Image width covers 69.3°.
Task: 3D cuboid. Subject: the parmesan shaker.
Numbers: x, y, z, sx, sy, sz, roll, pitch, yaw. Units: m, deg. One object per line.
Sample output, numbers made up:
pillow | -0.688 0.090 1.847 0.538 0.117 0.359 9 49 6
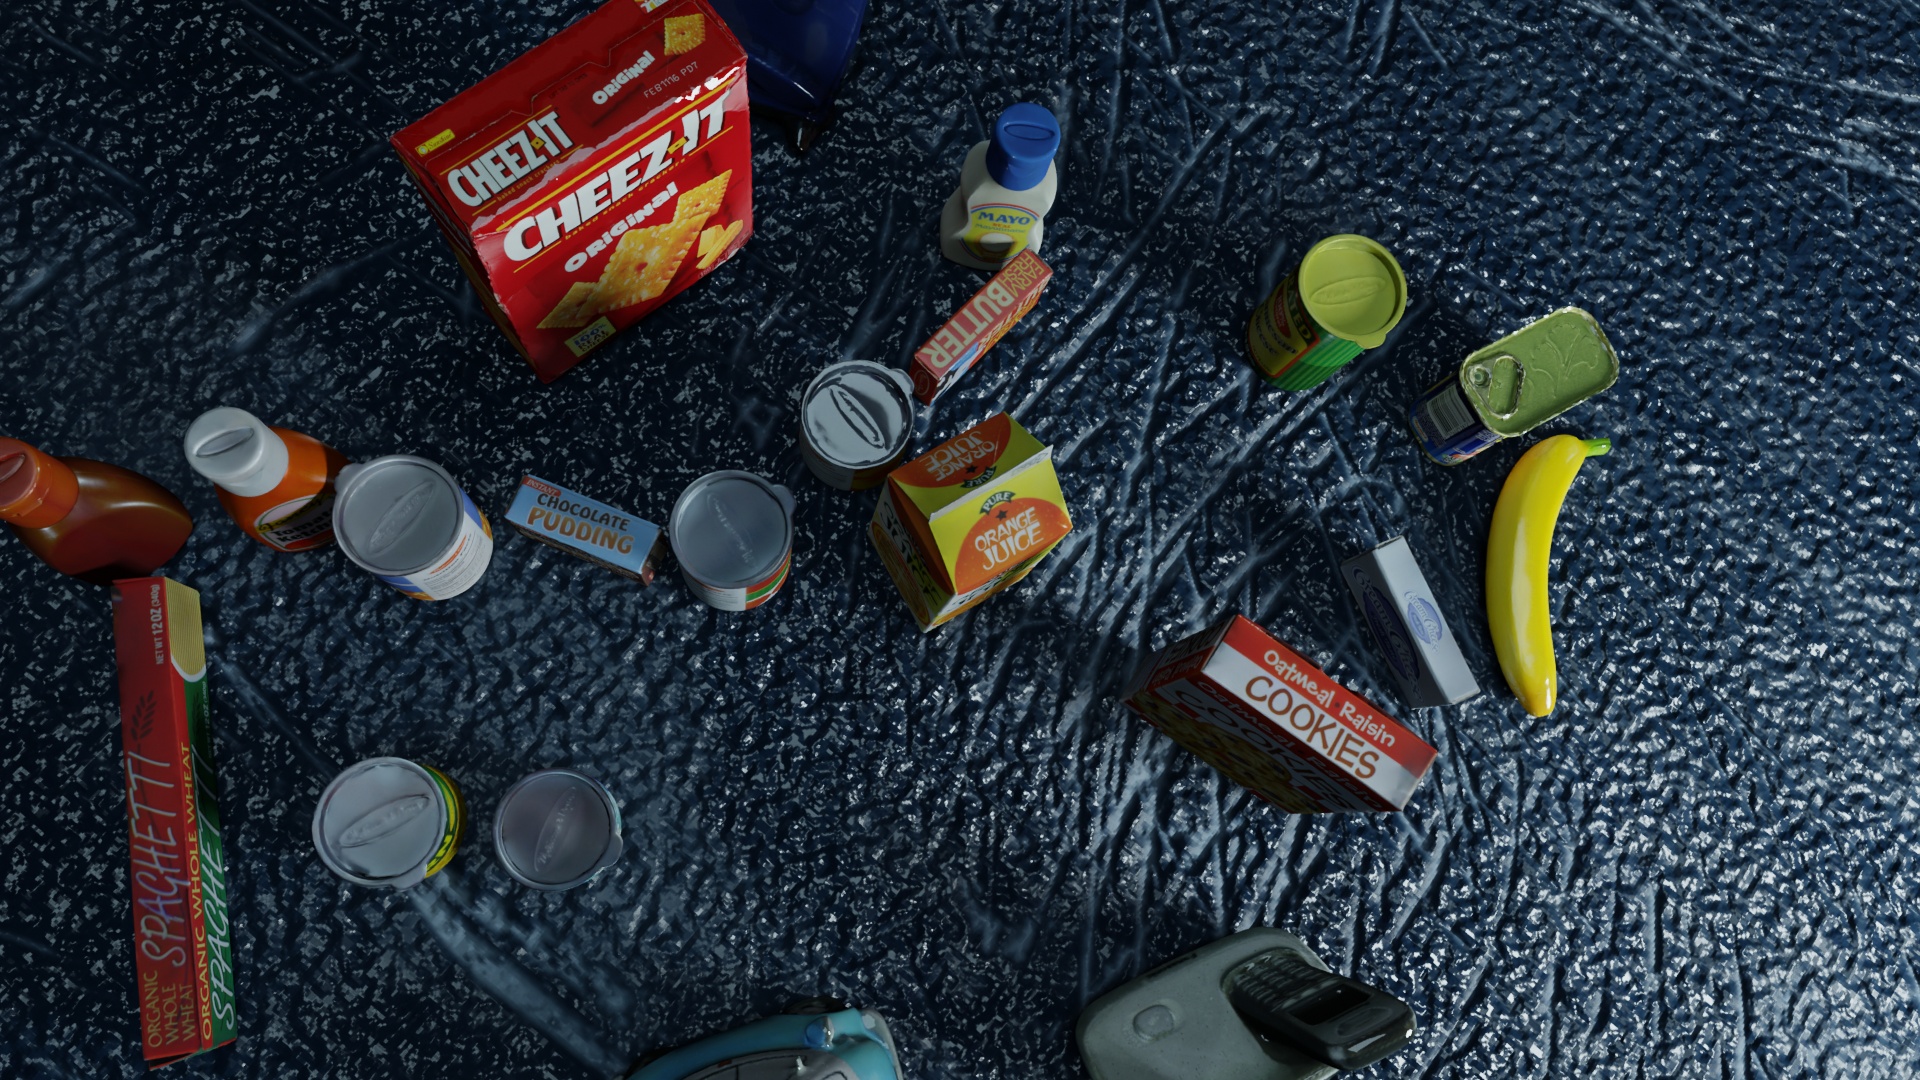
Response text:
parmesan shaker | 0.222 -0.135 0.858 0.071 0.103 0.071 2 78 -8

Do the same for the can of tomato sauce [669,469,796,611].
can of tomato sauce | -0.127 0.000 0.788 0.071 0.083 0.071 2 78 -8

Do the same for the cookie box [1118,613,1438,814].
cookie box | 0.167 0.100 0.764 0.123 0.167 0.040 34 76 0

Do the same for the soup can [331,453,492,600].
soup can | -0.301 -0.007 0.765 0.071 0.083 0.071 2 78 -8

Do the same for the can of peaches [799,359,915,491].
can of peaches | -0.061 -0.068 0.826 0.071 0.058 0.071 2 78 -8

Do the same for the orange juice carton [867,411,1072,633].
orange juice carton | 0.003 -0.009 0.752 0.072 0.192 0.073 -29 83 -13

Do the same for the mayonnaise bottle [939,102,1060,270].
mayonnaise bottle | 0.026 -0.206 0.823 0.065 0.147 0.041 6 77 -7

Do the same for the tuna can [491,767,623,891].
tuna can | -0.219 0.160 0.766 0.071 0.032 0.071 2 77 -8

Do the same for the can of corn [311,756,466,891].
can of corn | -0.302 0.153 0.742 0.071 0.058 0.071 2 78 -8

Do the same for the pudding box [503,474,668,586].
pudding box | -0.213 -0.006 0.795 0.084 0.049 0.030 22 76 -3

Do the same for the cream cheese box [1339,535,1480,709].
cream cheese box | 0.273 0.052 0.849 0.024 0.053 0.104 -22 82 -12

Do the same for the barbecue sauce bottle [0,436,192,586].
barbecue sauce bottle | -0.454 -0.016 0.712 0.065 0.148 0.043 -39 86 -14

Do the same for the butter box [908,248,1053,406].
butter box | 0.011 -0.131 0.853 0.024 0.053 0.104 44 76 3

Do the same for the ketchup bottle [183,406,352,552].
ketchup bottle | -0.360 -0.032 0.729 0.065 0.148 0.043 -27 83 -12

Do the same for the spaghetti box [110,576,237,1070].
spaghetti box | -0.415 0.144 0.733 0.029 0.050 0.250 -9 79 -10
